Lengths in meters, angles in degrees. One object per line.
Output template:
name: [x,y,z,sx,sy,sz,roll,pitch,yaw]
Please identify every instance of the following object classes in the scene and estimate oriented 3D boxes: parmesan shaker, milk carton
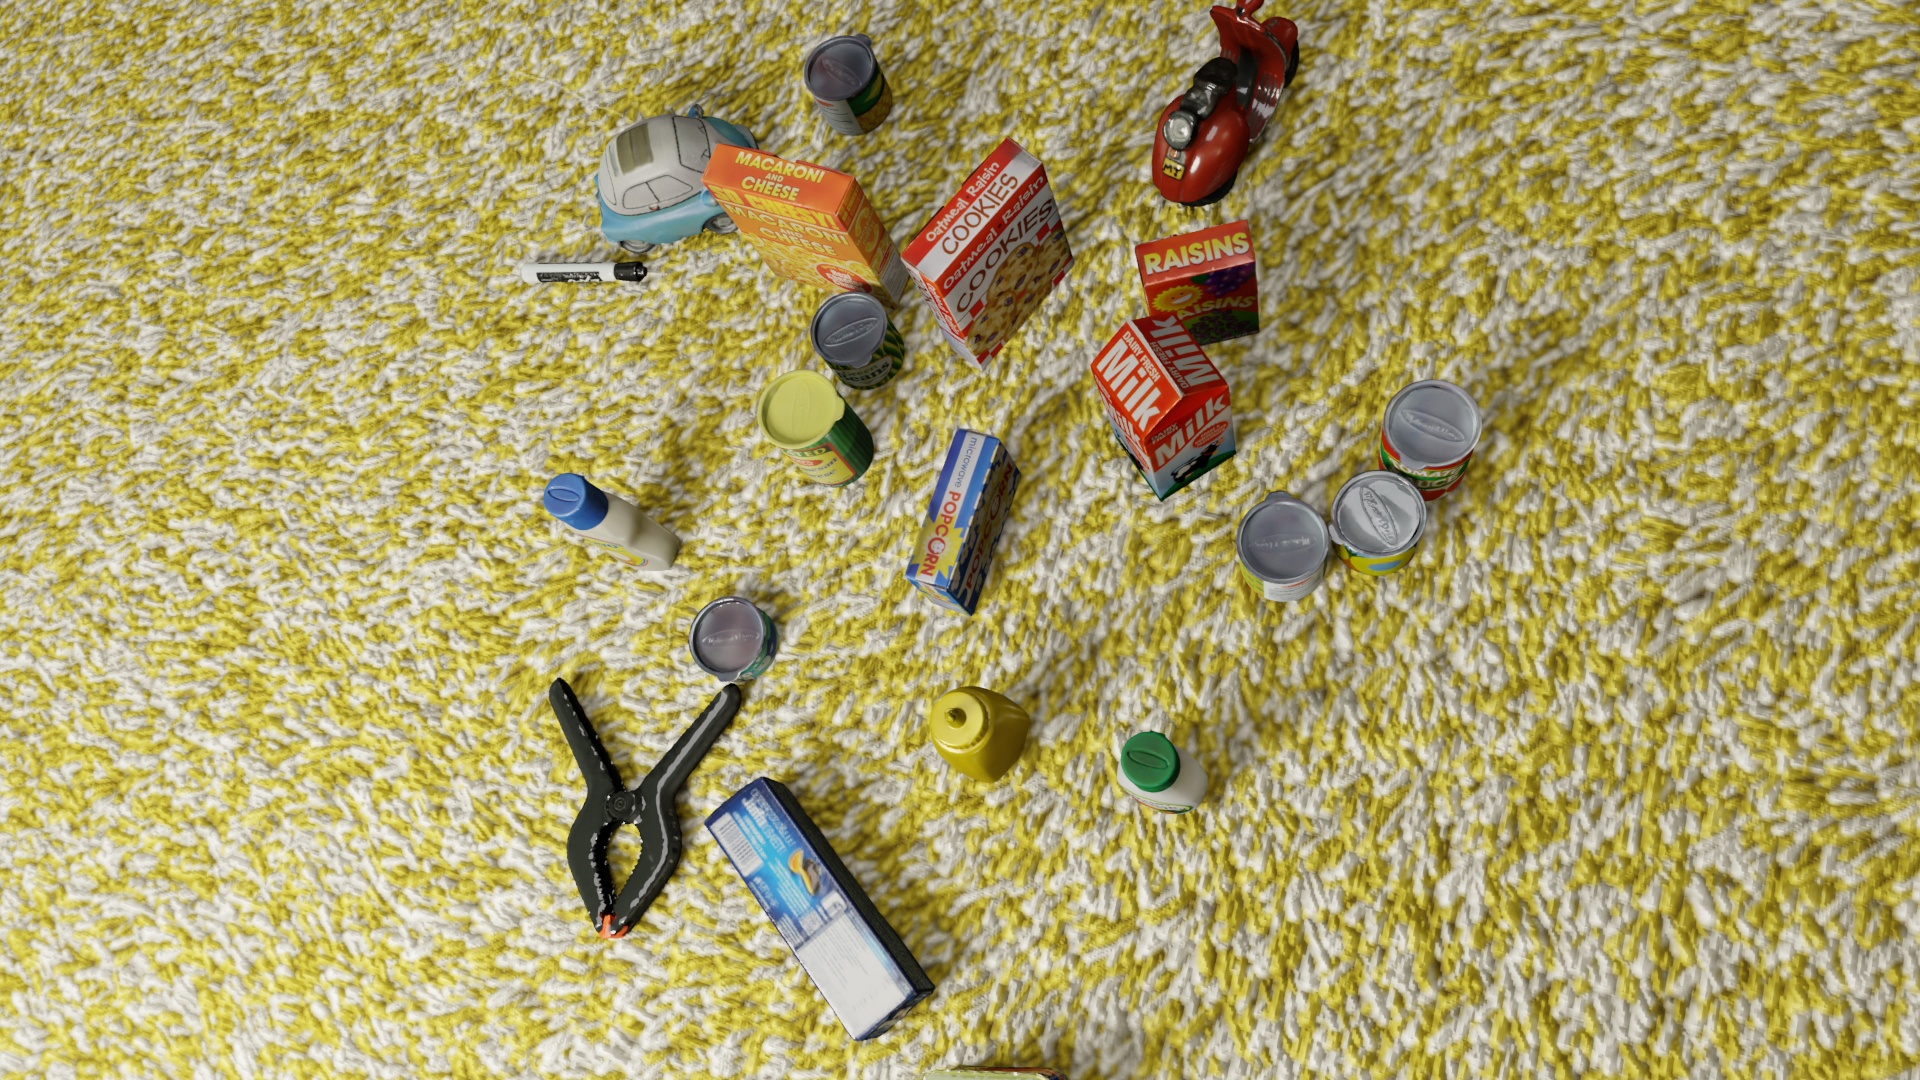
parmesan shaker: [-0.112,-0.088,1.120,0.071,0.103,0.071,-4,73,12]
milk carton: [0.149,-0.101,1.015,0.073,0.190,0.072,-33,69,2]

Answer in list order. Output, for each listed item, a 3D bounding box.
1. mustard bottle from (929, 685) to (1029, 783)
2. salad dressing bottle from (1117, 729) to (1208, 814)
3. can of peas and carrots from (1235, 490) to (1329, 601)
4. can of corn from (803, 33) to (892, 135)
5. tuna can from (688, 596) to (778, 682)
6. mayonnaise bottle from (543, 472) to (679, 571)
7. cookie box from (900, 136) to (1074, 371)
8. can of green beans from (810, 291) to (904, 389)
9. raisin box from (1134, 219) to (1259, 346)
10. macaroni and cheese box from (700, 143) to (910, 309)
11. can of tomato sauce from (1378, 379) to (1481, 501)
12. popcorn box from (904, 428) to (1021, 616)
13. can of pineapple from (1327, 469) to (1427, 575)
mustard bottle: [0.009,0.133,0.992,0.049,0.160,0.065,26,81,19]
salad dressing bottle: [0.136,0.160,0.960,0.064,0.147,0.044,15,78,17]
can of peas and carrots: [0.239,0.005,1.031,0.071,0.058,0.071,-4,73,12]
can of corn: [-0.098,-0.407,1.240,0.071,0.058,0.071,-4,73,12]
tuna can: [-0.183,0.083,1.122,0.071,0.032,0.071,-4,72,12]
mayonnaise bottle: [-0.282,-0.014,1.114,0.065,0.148,0.041,12,77,17]
cookie box: [0.025,-0.221,1.094,0.040,0.167,0.123,39,86,21]
can of green beans: [-0.085,-0.166,1.162,0.071,0.057,0.071,-4,73,12]
raisin box: [0.185,-0.194,1.071,0.086,0.123,0.040,-11,71,10]
macaroni and cheese box: [-0.123,-0.257,1.141,0.124,0.166,0.040,18,79,18]
can of tomato sauce: [0.341,-0.070,1.017,0.071,0.083,0.071,-4,73,12]
popcorn box: [0.004,-0.014,1.079,0.038,0.085,0.127,16,78,17]
can of pineapple: [0.304,-0.012,1.021,0.071,0.057,0.071,-4,73,12]
